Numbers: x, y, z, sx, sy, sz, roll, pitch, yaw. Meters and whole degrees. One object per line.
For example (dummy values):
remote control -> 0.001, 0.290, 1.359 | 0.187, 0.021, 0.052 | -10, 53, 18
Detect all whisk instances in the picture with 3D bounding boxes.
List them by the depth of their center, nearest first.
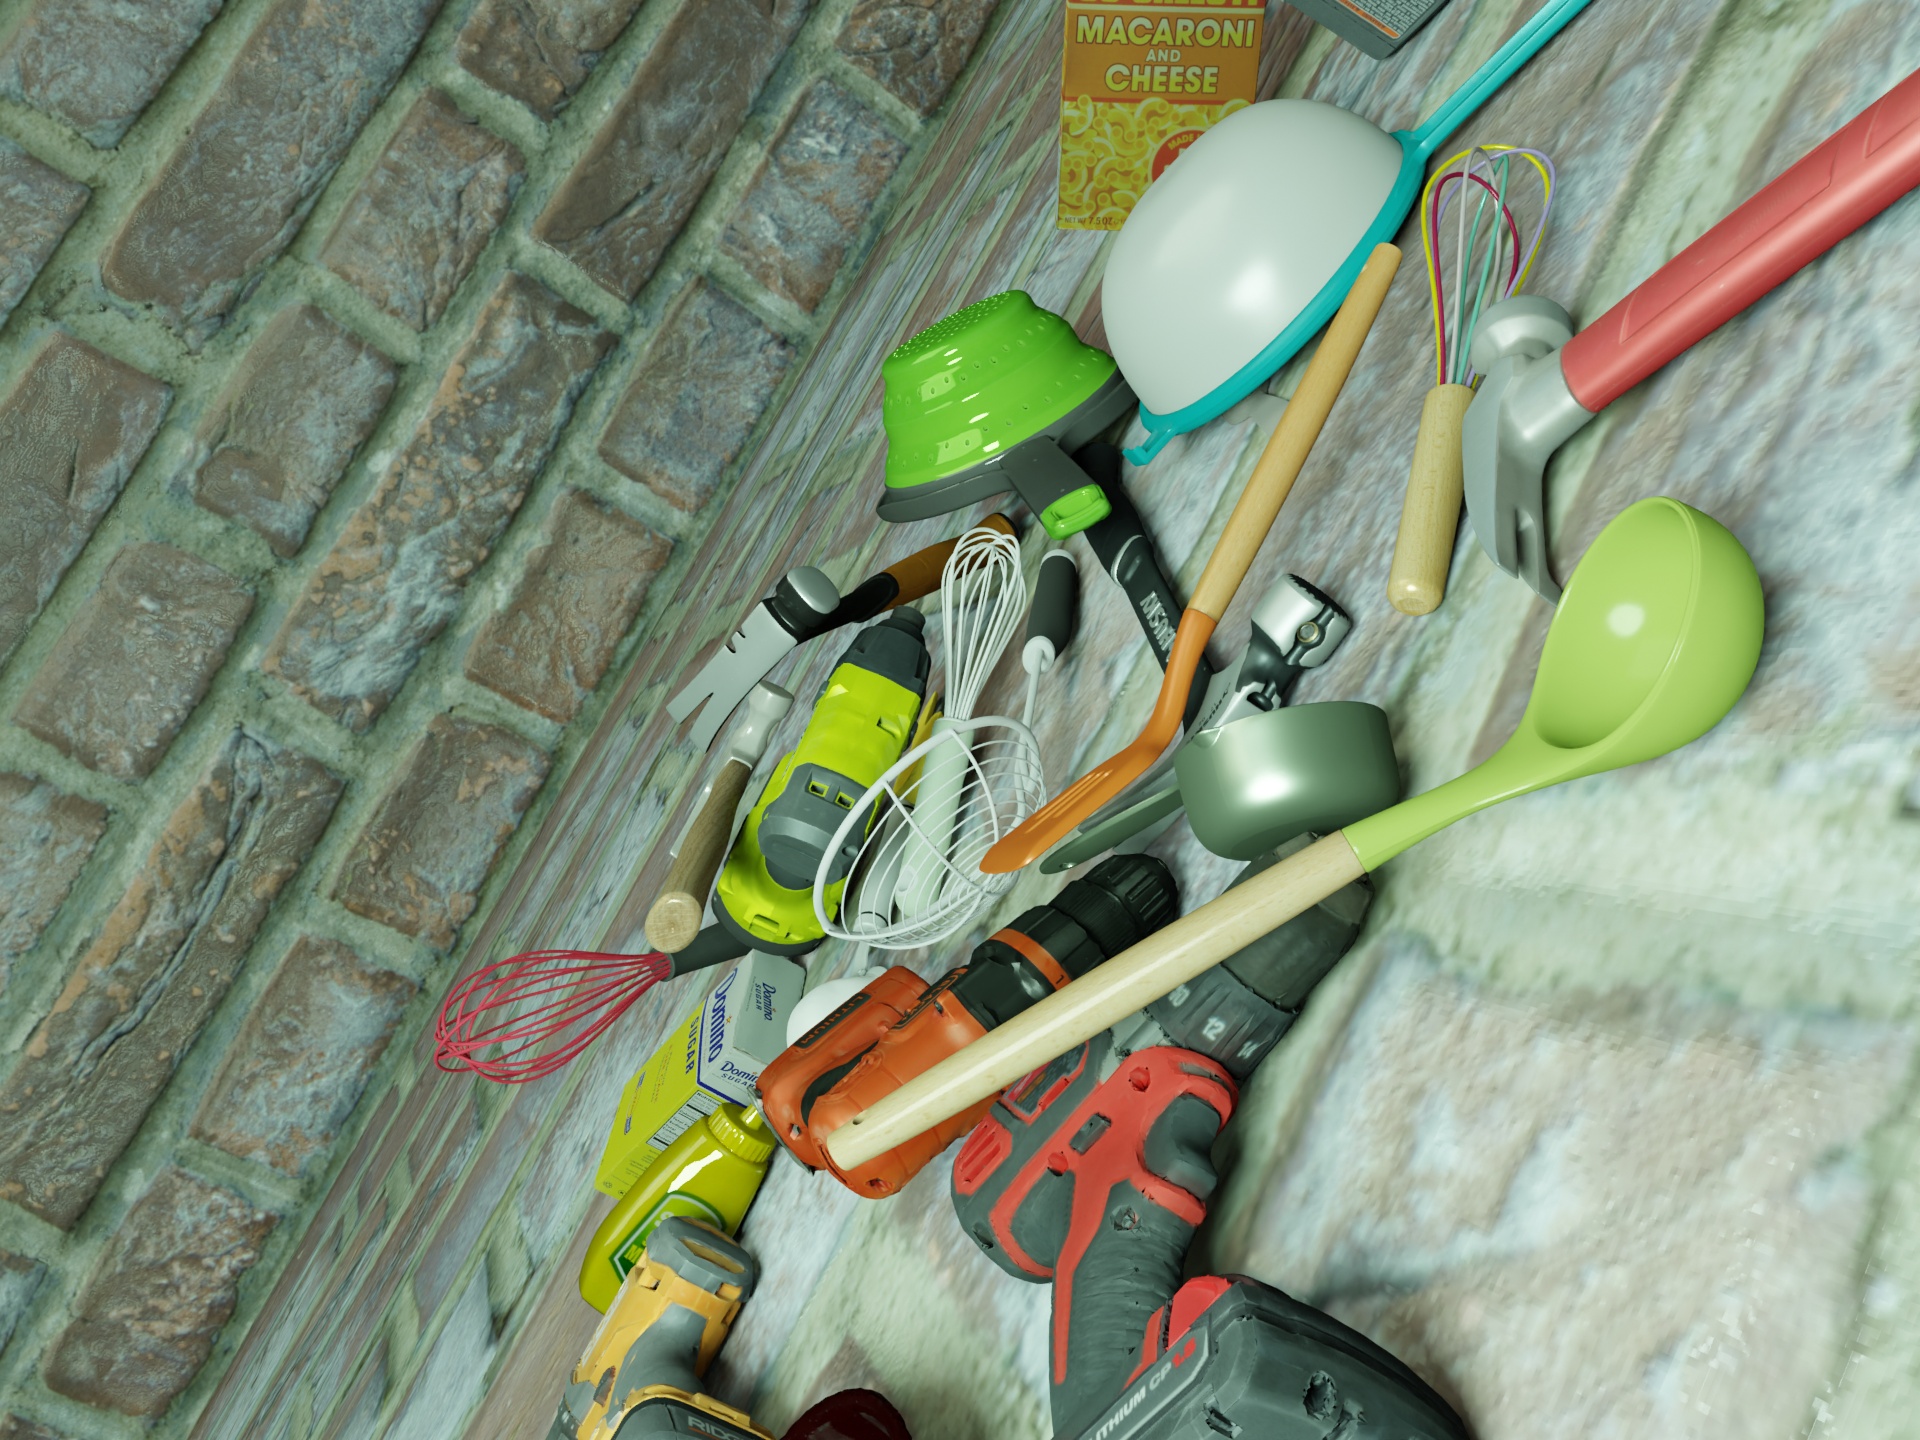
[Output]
whisk -> 0.202, -0.148, 0.656 | 0.051, 0.047, 0.245 | 124, 166, -64
whisk -> -0.001, -0.003, 0.931 | 0.058, 0.059, 0.246 | -11, 60, 47
whisk -> -0.199, 0.156, 0.981 | 0.295, 0.073, 0.073 | -15, -27, -53

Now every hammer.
hammer -> 0.299, -0.179, 0.450 | 0.386, 0.038, 0.143 | -41, 26, 45
hammer -> 0.093, -0.072, 0.842 | 0.149, 0.036, 0.409 | -54, 18, 18
hammer -> -0.049, -0.075, 0.983 | 0.127, 0.034, 0.337 | -44, -5, 30
hammer -> -0.156, 0.070, 0.991 | 0.130, 0.031, 0.331 | -62, 8, 12

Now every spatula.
spatula -> 0.104, -0.069, 0.666 | 0.323, 0.041, 0.081 | -62, 7, -9

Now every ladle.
ladle -> 0.087, 0.043, 0.471 | 0.320, 0.062, 0.078 | -32, 15, 10

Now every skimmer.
skimmer -> 0.008, -0.015, 0.827 | 0.364, 0.090, 0.127 | -75, 5, -58

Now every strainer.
strainer -> 0.184, -0.299, 0.839 | 0.340, 0.095, 0.211 | -41, 20, 38
strainer -> -0.056, 0.125, 0.915 | 0.087, 0.050, 0.259 | -42, 21, 38

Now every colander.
colander -> 0.024, -0.196, 0.986 | 0.204, 0.094, 0.397 | -28, 20, 3

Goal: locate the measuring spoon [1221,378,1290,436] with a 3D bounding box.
measuring spoon -> 0.158, -0.166, 0.837 | 0.034, 0.018, 0.124 | -54, 18, 14

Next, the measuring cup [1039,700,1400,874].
measuring cup -> 0.088, 0.042, 0.587 | 0.167, 0.083, 0.038 | -33, 60, 43

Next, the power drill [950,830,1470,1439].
power drill -> 0.074, 0.144, 0.475 | 0.188, 0.080, 0.227 | -51, 16, 16

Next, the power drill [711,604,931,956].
power drill -> -0.079, 0.041, 0.959 | 0.223, 0.080, 0.171 | 123, 171, -59

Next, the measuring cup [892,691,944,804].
measuring cup -> -0.014, 0.012, 1.019 | 0.062, 0.029, 0.156 | -59, 6, 16

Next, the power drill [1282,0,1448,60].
power drill -> 0.252, -0.519, 0.979 | 0.084, 0.164, 0.227 | -37, 40, 50

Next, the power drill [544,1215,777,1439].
power drill -> -0.158, 0.358, 0.748 | 0.185, 0.084, 0.226 | -60, 13, -1
